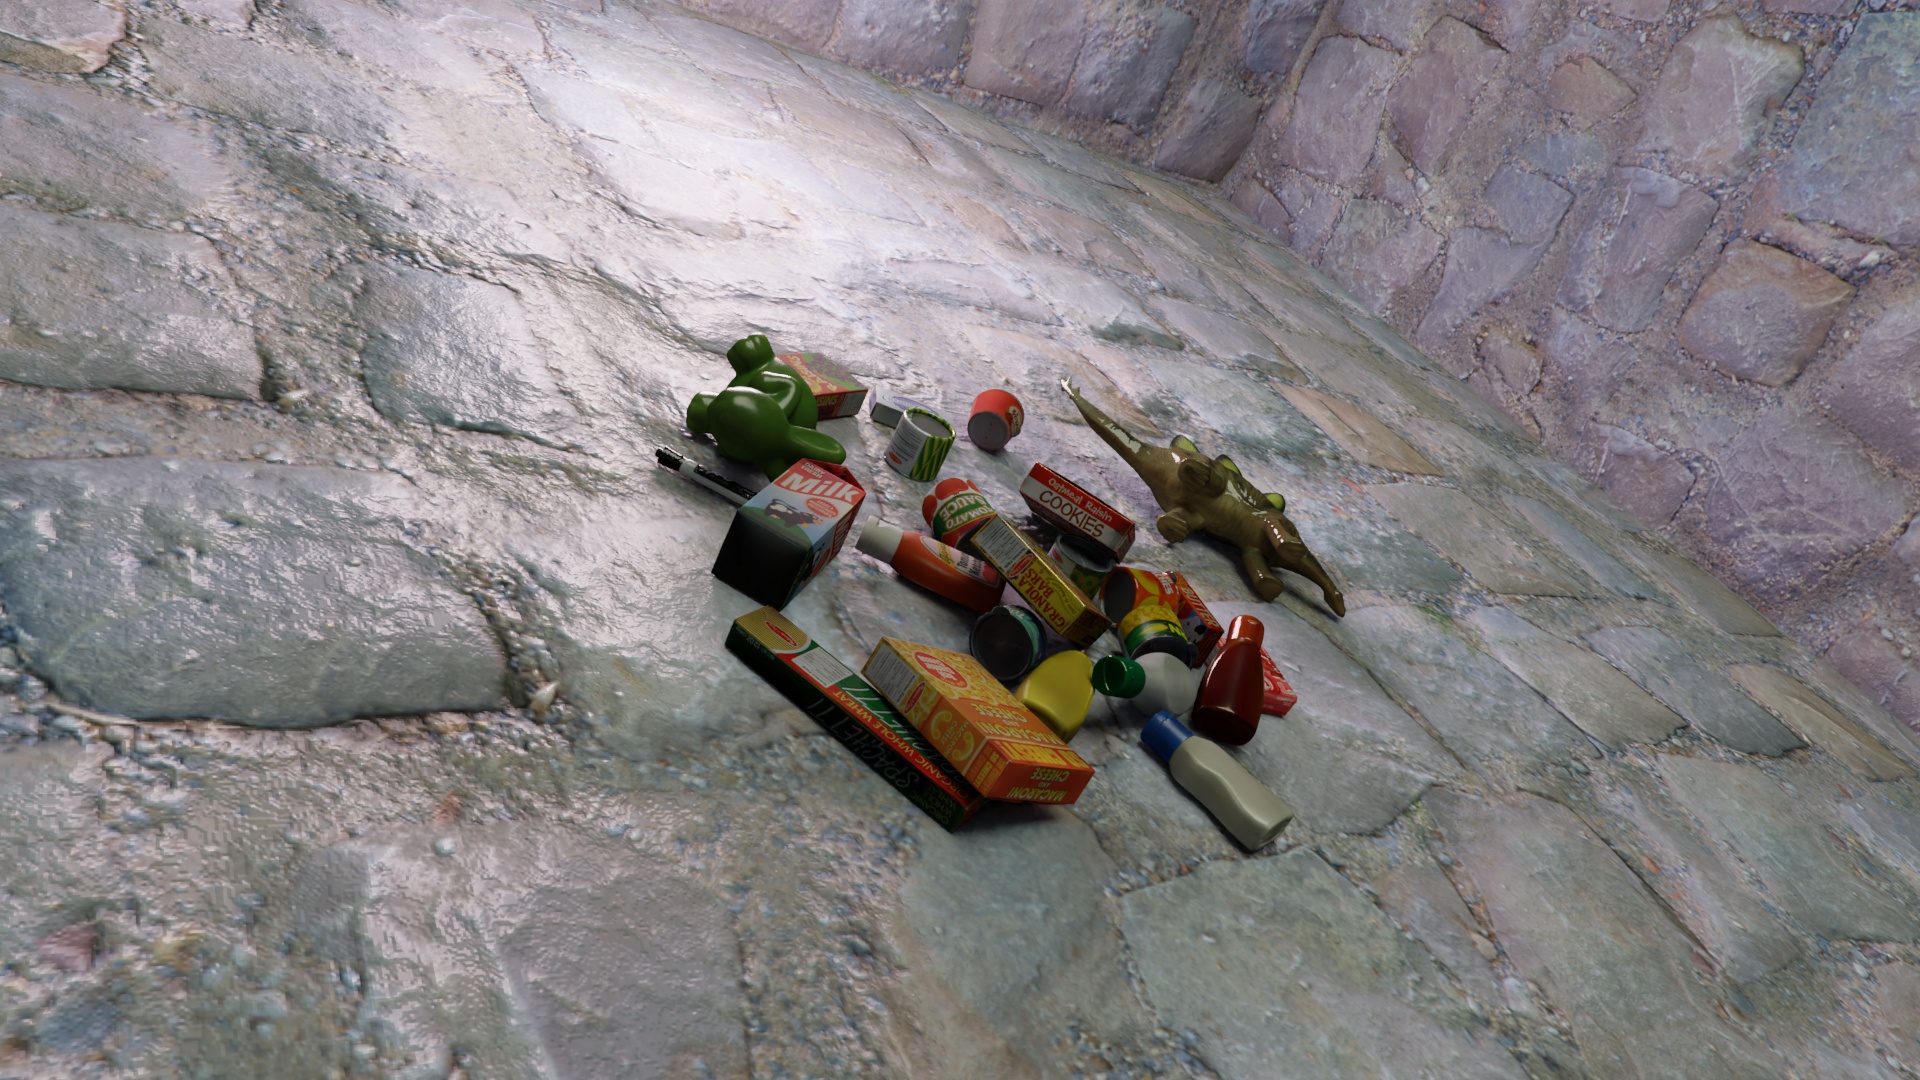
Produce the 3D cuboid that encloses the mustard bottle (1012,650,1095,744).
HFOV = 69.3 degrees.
[{"bbox_3d":[0.091,0.136,1.260,0.065,0.048,0.161,37,26,6],"label":"mustard bottle"}]

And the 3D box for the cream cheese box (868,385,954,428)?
[{"bbox_3d":[-0.059,-0.149,1.665,0.104,0.024,0.053,20,26,-16],"label":"cream cheese box"}]

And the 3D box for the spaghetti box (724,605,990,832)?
[{"bbox_3d":[-0.082,0.139,1.112,0.250,0.028,0.050,37,27,18],"label":"spaghetti box"}]

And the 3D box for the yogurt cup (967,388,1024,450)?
[{"bbox_3d":[0.041,-0.146,1.711,0.072,0.072,0.054,27,34,-1],"label":"yogurt cup"}]

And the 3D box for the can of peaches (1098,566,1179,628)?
[{"bbox_3d":[0.188,0.061,1.464,0.058,0.071,0.071,10,31,-31],"label":"can of peaches"}]

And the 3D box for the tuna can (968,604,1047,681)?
[{"bbox_3d":[0.044,0.091,1.273,0.071,0.070,0.033,37,26,18],"label":"tuna can"}]

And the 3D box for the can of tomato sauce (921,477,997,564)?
[{"bbox_3d":[0.005,-0.018,1.435,0.071,0.071,0.083,8,32,-35],"label":"can of tomato sauce"}]

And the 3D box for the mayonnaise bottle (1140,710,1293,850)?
[{"bbox_3d":[0.228,0.214,1.258,0.148,0.041,0.065,41,28,28],"label":"mayonnaise bottle"}]

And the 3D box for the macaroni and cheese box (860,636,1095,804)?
[{"bbox_3d":[0.014,0.148,1.129,0.167,0.040,0.124,41,14,37],"label":"macaroni and cheese box"}]

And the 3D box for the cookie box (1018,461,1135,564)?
[{"bbox_3d":[0.131,-0.028,1.525,0.123,0.040,0.167,32,-1,10],"label":"cookie box"}]

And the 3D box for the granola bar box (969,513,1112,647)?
[{"bbox_3d":[0.080,0.042,1.340,0.124,0.039,0.165,47,5,16],"label":"granola bar box"}]

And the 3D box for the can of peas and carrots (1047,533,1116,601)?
[{"bbox_3d":[0.119,0.036,1.458,0.071,0.058,0.071,23,26,-12],"label":"can of peas and carrots"}]

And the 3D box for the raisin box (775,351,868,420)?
[{"bbox_3d":[-0.177,-0.176,1.585,0.086,0.040,0.124,39,27,21],"label":"raisin box"}]

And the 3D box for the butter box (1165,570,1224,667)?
[{"bbox_3d":[0.239,0.083,1.491,0.024,0.053,0.104,13,29,-32],"label":"butter box"}]

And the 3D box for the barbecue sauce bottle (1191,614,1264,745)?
[{"bbox_3d":[0.277,0.135,1.396,0.065,0.043,0.149,25,43,2],"label":"barbecue sauce bottle"}]

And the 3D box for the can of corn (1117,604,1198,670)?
[{"bbox_3d":[0.197,0.105,1.392,0.071,0.071,0.058,19,27,-18],"label":"can of corn"}]

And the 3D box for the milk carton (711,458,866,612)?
[{"bbox_3d":[-0.148,-0.015,1.282,0.073,0.072,0.191,29,26,5],"label":"milk carton"}]

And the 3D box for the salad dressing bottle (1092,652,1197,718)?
[{"bbox_3d":[0.173,0.133,1.301,0.147,0.044,0.064,19,62,-55],"label":"salad dressing bottle"}]

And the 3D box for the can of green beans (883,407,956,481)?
[{"bbox_3d":[-0.045,-0.109,1.565,0.071,0.057,0.071,22,26,-11],"label":"can of green beans"}]

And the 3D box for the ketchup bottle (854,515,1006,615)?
[{"bbox_3d":[-0.029,0.023,1.358,0.149,0.043,0.065,25,22,-5],"label":"ketchup bottle"}]
